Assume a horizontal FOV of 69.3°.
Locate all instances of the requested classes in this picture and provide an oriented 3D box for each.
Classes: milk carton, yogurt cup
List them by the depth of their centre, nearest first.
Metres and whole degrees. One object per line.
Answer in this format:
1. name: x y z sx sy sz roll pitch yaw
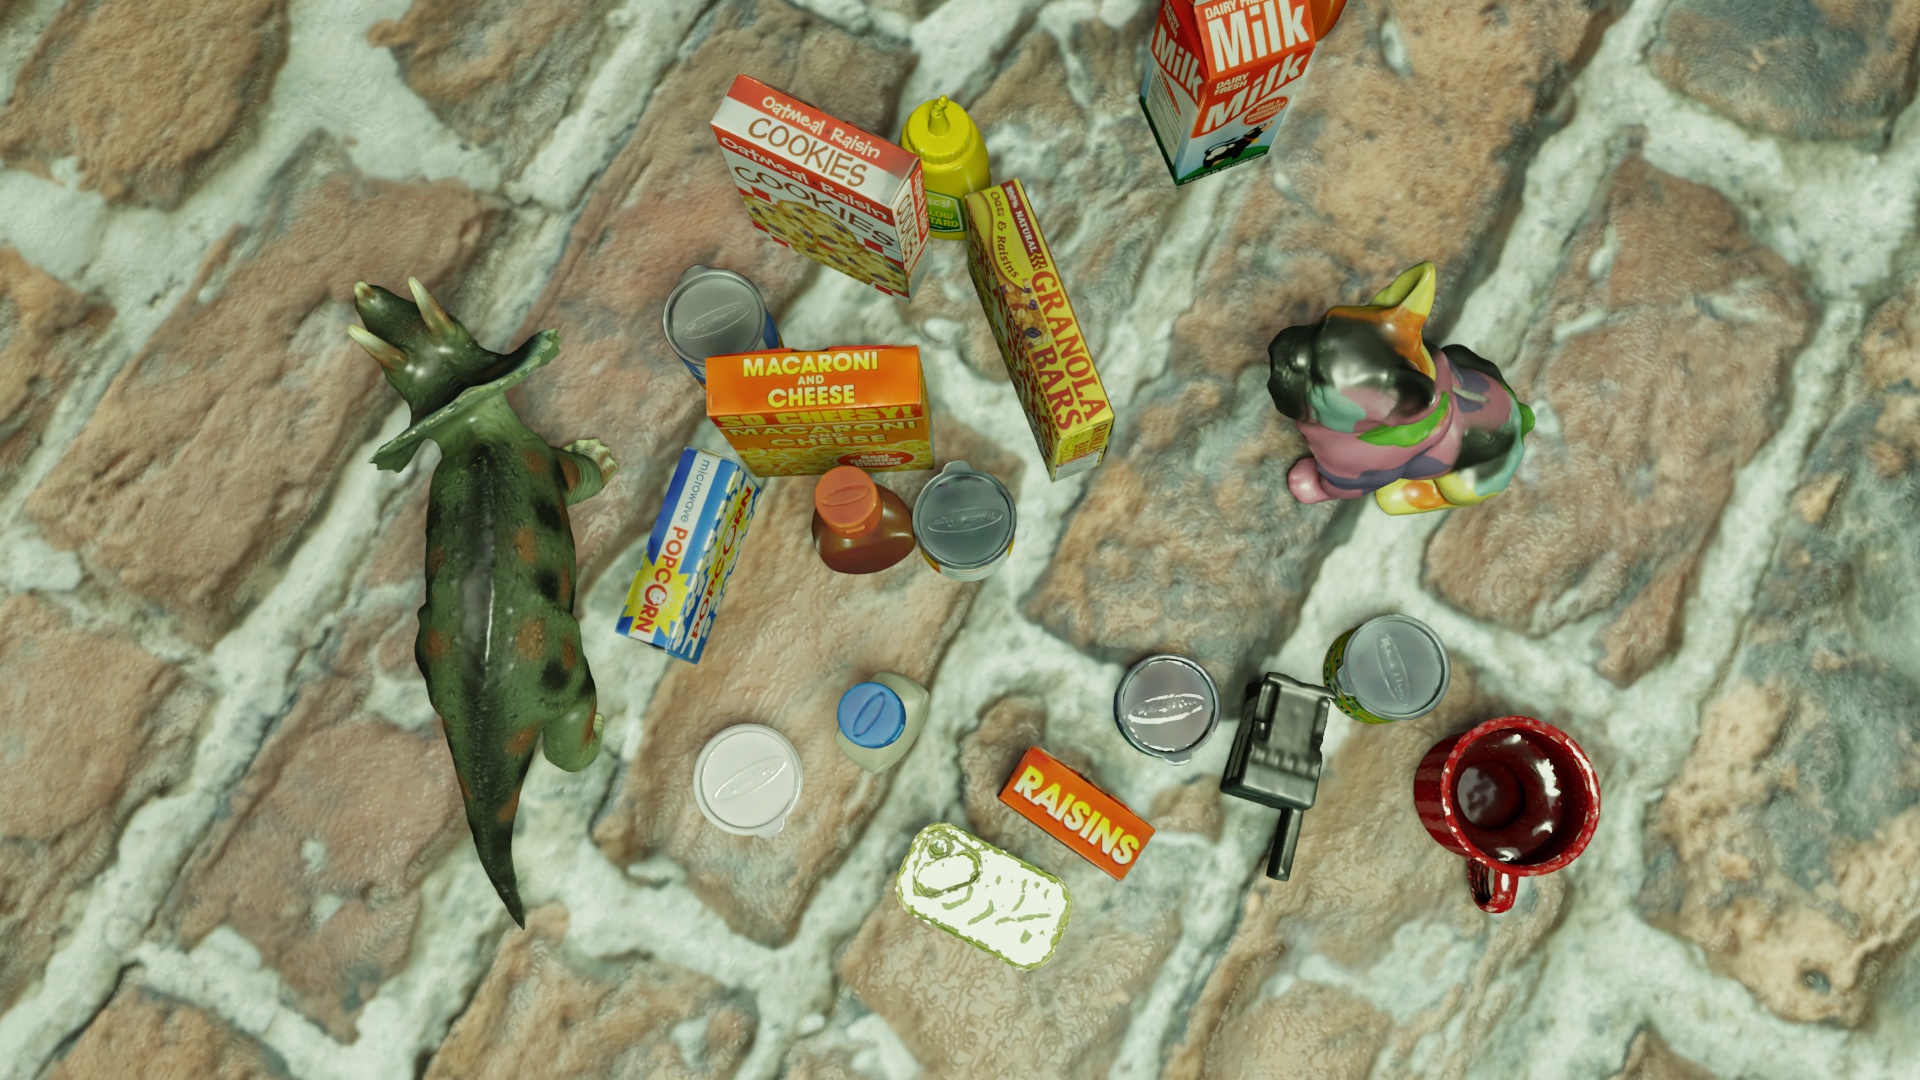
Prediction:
1. yogurt cup: -0.130 0.151 0.878 0.072 0.054 0.072 0 79 1
2. milk carton: 0.170 -0.308 0.889 0.072 0.190 0.073 -21 80 -2

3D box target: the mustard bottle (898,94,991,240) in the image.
1. mustard bottle: -0.014 -0.244 0.897 0.065 0.160 0.049 15 81 4

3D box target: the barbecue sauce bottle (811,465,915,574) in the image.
1. barbecue sauce bottle: -0.063 -0.012 0.860 0.065 0.148 0.044 -15 80 -1

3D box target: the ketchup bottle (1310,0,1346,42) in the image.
1. ketchup bottle: 0.237 -0.393 0.925 0.065 0.148 0.043 40 83 8

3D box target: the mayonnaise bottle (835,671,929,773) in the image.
1. mayonnaise bottle: -0.048 0.108 0.837 0.041 0.148 0.065 32 82 7

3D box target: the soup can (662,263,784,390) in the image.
1. soup can: -0.155 -0.136 0.918 0.071 0.083 0.071 0 80 1

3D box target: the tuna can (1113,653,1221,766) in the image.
1. tuna can: 0.132 0.109 0.891 0.071 0.032 0.071 0 79 1

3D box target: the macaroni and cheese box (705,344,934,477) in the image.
1. macaroni and cheese box: -0.082 -0.078 0.863 0.124 0.166 0.040 -3 80 1

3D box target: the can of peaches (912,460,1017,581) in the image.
1. can of peaches: 0.003 -0.011 0.904 0.071 0.058 0.071 0 80 1

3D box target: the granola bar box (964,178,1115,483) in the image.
1. granola bar box: 0.049 -0.131 0.892 0.039 0.124 0.165 -20 80 -2

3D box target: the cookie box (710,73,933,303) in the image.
1. cookie box: -0.083 -0.221 0.890 0.123 0.167 0.040 26 82 6

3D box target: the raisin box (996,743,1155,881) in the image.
1. raisin box: 0.067 0.163 0.836 0.086 0.123 0.040 34 82 7

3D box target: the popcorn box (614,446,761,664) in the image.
1. popcorn box: -0.172 0.011 0.890 0.038 0.085 0.127 18 80 5

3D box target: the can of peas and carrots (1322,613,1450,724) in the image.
1. can of peas and carrots: 0.266 0.083 0.880 0.071 0.058 0.071 0 80 1
